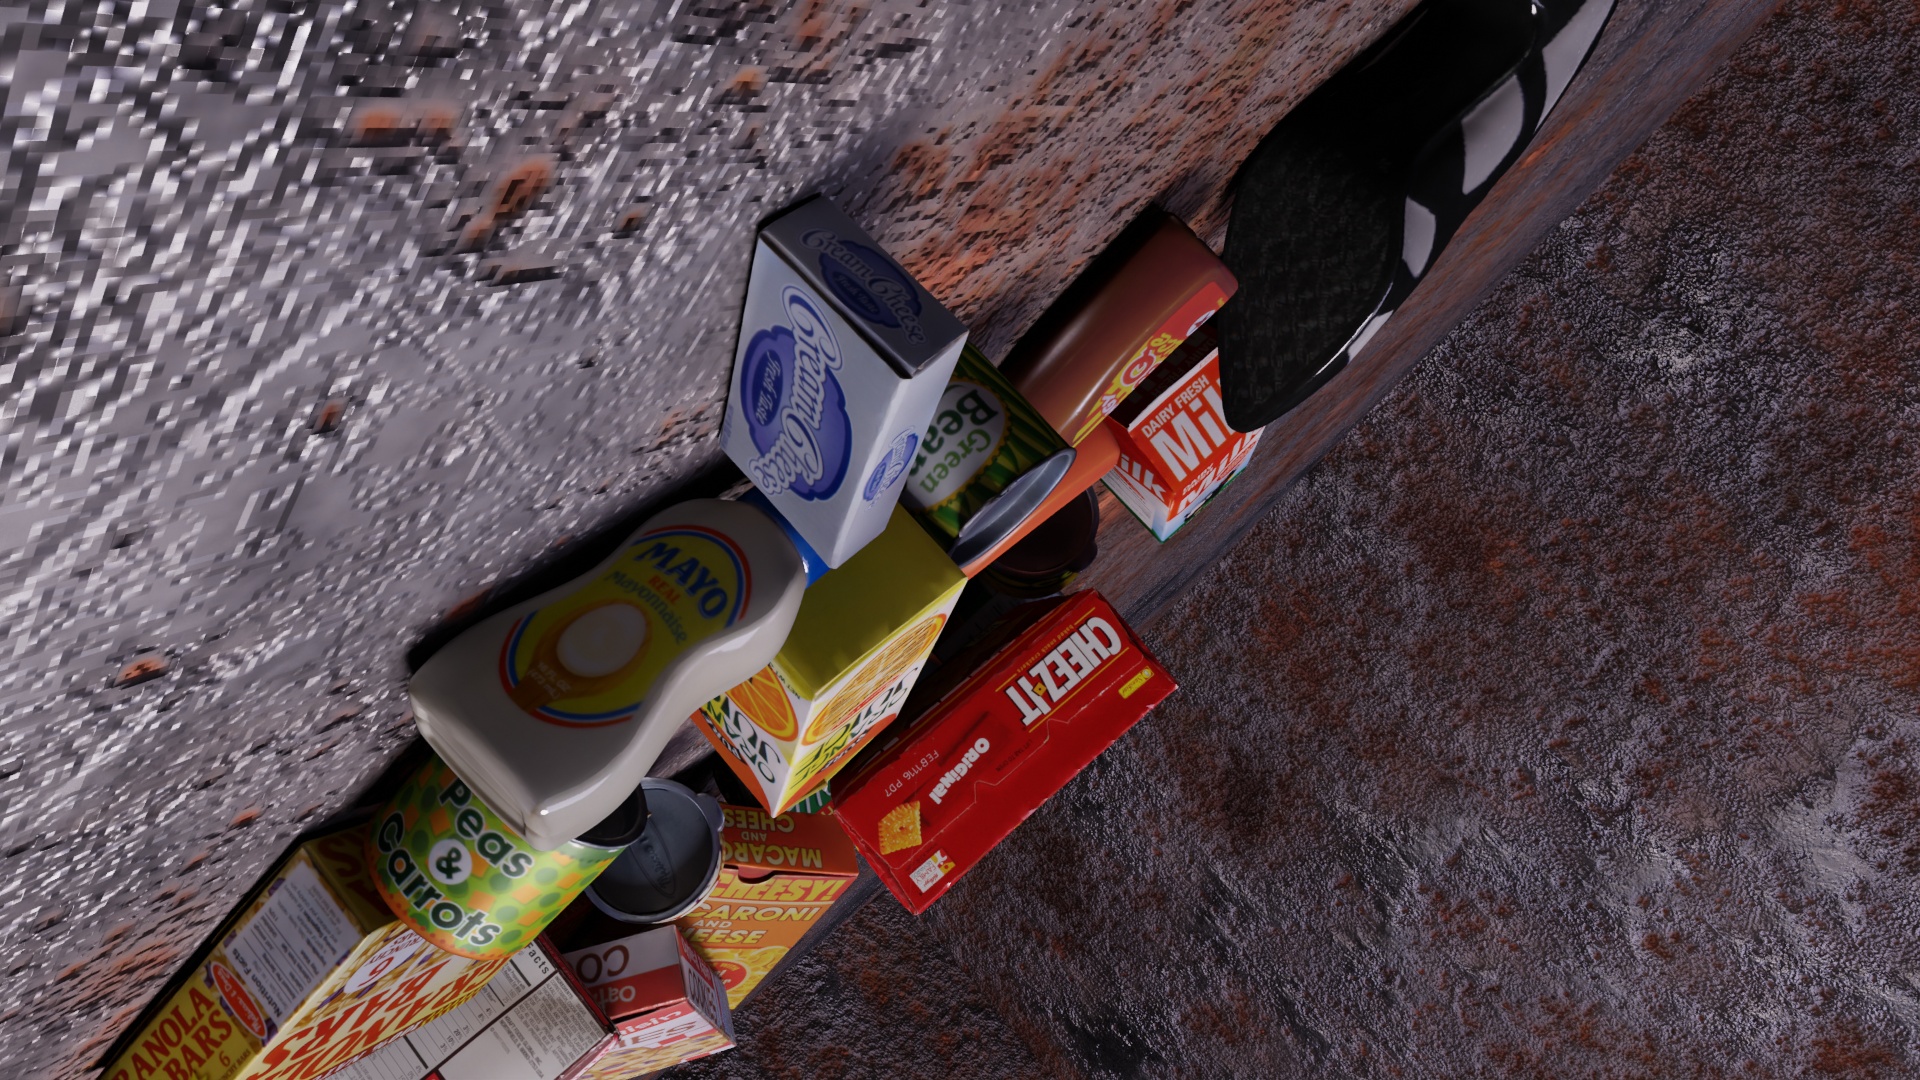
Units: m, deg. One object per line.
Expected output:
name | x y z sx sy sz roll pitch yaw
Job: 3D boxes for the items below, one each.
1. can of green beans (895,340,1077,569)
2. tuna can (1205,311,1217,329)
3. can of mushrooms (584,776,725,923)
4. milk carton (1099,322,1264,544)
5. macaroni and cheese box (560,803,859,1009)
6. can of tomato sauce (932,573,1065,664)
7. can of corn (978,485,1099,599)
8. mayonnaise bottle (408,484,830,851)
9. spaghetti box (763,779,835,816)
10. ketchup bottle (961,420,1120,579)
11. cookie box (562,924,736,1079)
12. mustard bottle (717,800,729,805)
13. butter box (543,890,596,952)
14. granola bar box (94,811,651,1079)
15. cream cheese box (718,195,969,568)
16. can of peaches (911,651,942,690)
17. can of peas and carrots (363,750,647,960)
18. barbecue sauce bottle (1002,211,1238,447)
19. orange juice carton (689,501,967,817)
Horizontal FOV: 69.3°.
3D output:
can of green beans | -0.001 -0.031 0.509 0.071 0.058 0.071 -41 169 -10
tuna can | 0.150 -0.109 0.709 0.033 0.071 0.071 -41 169 -4
can of mushrooms | -0.143 0.145 0.654 0.071 0.071 0.033 -40 169 -13
milk carton | 0.116 -0.062 0.760 0.072 0.073 0.190 -42 169 -2
macaroni and cheese box | -0.149 0.206 0.770 0.124 0.040 0.165 13 134 -31
can of tomato sauce | 0.024 0.051 0.892 0.083 0.071 0.071 -44 169 3
can of corn | 0.037 -0.005 0.706 0.071 0.071 0.058 -41 169 -8
mayonnaise bottle | -0.085 0.022 0.415 0.149 0.065 0.041 -41 162 -32
spaghetti box | -0.133 0.207 0.969 0.251 0.050 0.028 -38 169 -24
ketchup bottle | 0.002 -0.008 0.635 0.149 0.043 0.064 -38 -172 -15
cookie box | -0.188 0.248 0.709 0.123 0.040 0.166 -14 154 -8
mustard bottle | -0.160 0.197 0.839 0.065 0.049 0.159 -32 164 -50
butter box | -0.229 0.212 0.721 0.053 0.024 0.103 -30 163 -51
granola bar box | -0.204 0.143 0.506 0.124 0.039 0.166 -46 169 13
cream cheese box | -0.035 -0.038 0.372 0.024 0.053 0.103 -39 168 -29
can of peaches | -0.035 0.108 0.883 0.058 0.071 0.071 -49 167 23
can of peas and carrots | -0.144 0.090 0.440 0.058 0.071 0.071 -45 169 12
barbecue sauce bottle | 0.047 -0.068 0.575 0.148 0.044 0.065 -45 171 11
orange juice carton | -0.064 0.048 0.548 0.073 0.072 0.191 -37 167 -26
